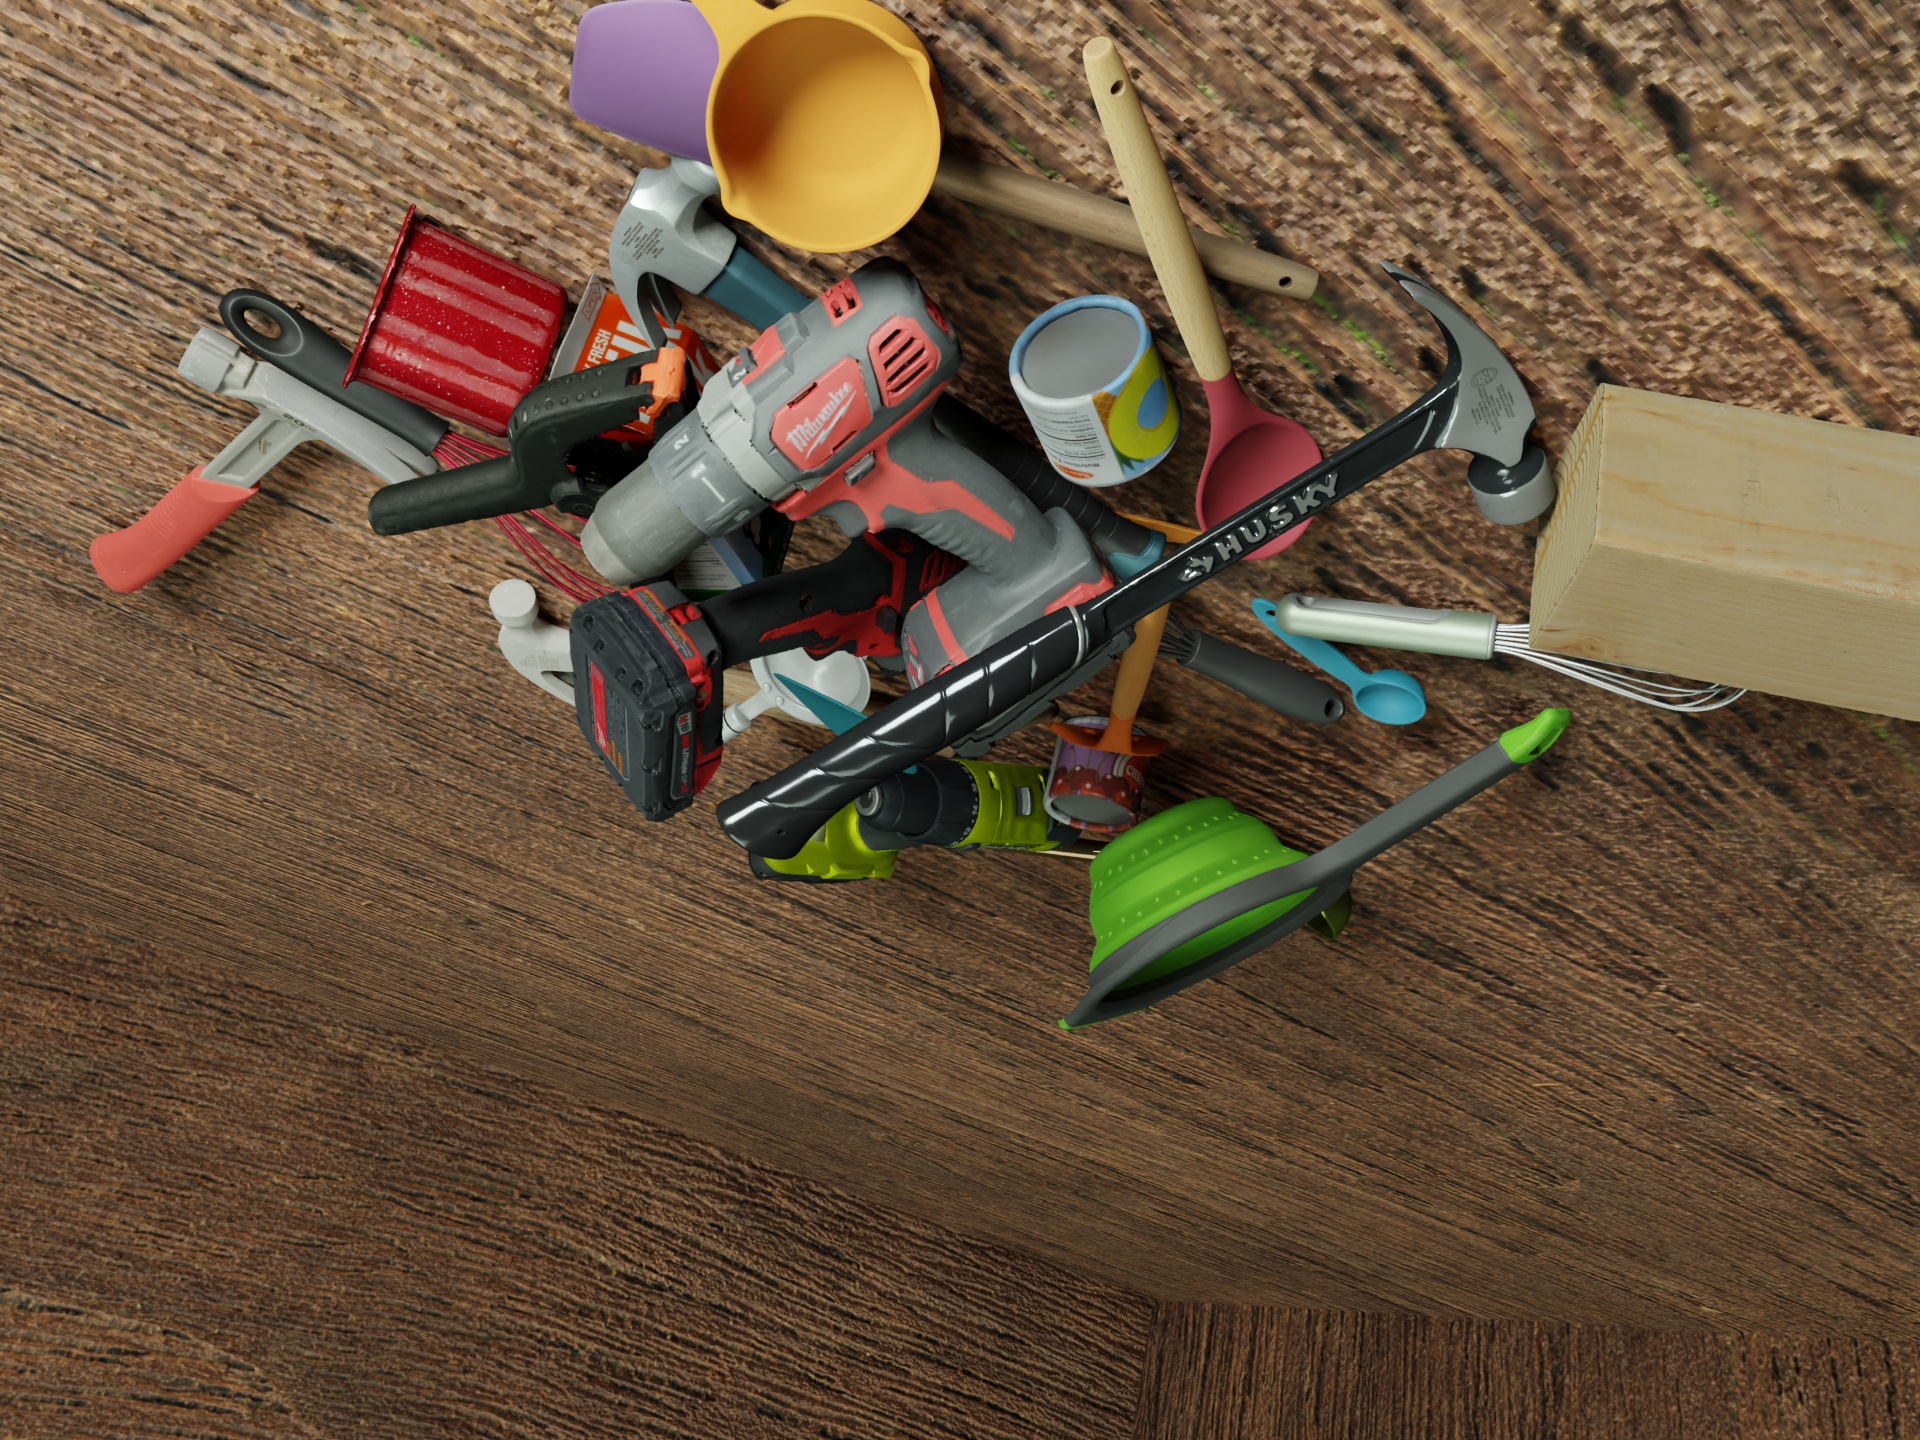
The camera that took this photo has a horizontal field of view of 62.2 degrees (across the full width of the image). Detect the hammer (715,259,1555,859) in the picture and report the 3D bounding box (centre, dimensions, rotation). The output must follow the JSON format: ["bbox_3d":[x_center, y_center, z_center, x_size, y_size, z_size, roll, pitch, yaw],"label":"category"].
[{"bbox_3d":[0.066,-0.051,0.717,0.409,0.036,0.149,-31,132,9],"label":"hammer"}]

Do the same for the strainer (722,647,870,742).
[{"bbox_3d":[-0.144,-0.008,1.070,0.258,0.050,0.086,-31,107,31],"label":"strainer"}]

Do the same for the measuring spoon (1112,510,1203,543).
[{"bbox_3d":[0.091,-0.102,0.861,0.117,0.011,0.021,10,154,7],"label":"measuring spoon"}]

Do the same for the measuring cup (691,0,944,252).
[{"bbox_3d":[-0.074,-0.259,0.589,0.095,0.052,0.173,-29,116,23],"label":"measuring cup"}]

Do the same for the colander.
[{"bbox_3d":[0.207,0.073,1.039,0.204,0.095,0.397,-1,148,-50],"label":"colander"}]

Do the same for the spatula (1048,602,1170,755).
[{"bbox_3d":[0.096,-0.024,0.900,0.081,0.041,0.322,9,162,3],"label":"spatula"}]

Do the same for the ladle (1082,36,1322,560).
[{"bbox_3d":[0.102,-0.163,0.673,0.069,0.031,0.315,-38,147,2],"label":"ladle"}]

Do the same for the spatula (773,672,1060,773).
[{"bbox_3d":[-0.001,-0.003,0.919,0.082,0.044,0.317,25,-165,21],"label":"spatula"}]

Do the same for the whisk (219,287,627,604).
[{"bbox_3d":[-0.280,-0.149,0.905,0.295,0.073,0.073,34,148,-26],"label":"whisk"}]

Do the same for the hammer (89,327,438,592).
[{"bbox_3d":[-0.484,-0.142,1.041,0.149,0.037,0.359,32,148,-32],"label":"hammer"}]

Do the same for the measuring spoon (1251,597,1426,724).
[{"bbox_3d":[0.220,-0.040,0.922,0.128,0.021,0.042,34,150,-17],"label":"measuring spoon"}]

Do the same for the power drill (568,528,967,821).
[{"bbox_3d":[-0.093,-0.042,0.858,0.079,0.219,0.143,49,151,24],"label":"power drill"}]

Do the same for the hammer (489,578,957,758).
[{"bbox_3d":[-0.161,-0.022,1.123,0.331,0.031,0.130,13,154,2],"label":"hammer"}]

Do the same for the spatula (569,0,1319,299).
[{"bbox_3d":[-0.002,-0.225,0.649,0.316,0.018,0.059,16,124,-7],"label":"spatula"}]

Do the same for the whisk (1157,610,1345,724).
[{"bbox_3d":[0.133,-0.045,0.921,0.238,0.055,0.055,22,153,-26],"label":"whisk"}]

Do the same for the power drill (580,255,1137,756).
[{"bbox_3d":[-0.042,-0.080,0.737,0.188,0.080,0.226,-36,130,11],"label":"power drill"}]

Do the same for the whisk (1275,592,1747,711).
[{"bbox_3d":[0.291,-0.044,0.848,0.246,0.058,0.059,8,119,18],"label":"whisk"}]

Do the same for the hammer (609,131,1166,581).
[{"bbox_3d":[-0.023,-0.155,0.777,0.330,0.033,0.128,31,149,-27],"label":"hammer"}]

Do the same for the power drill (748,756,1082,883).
[{"bbox_3d":[-0.051,0.069,1.144,0.228,0.080,0.190,-12,167,44],"label":"power drill"}]

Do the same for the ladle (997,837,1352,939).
[{"bbox_3d":[0.133,0.114,1.203,0.320,0.062,0.078,6,159,13],"label":"ladle"}]
